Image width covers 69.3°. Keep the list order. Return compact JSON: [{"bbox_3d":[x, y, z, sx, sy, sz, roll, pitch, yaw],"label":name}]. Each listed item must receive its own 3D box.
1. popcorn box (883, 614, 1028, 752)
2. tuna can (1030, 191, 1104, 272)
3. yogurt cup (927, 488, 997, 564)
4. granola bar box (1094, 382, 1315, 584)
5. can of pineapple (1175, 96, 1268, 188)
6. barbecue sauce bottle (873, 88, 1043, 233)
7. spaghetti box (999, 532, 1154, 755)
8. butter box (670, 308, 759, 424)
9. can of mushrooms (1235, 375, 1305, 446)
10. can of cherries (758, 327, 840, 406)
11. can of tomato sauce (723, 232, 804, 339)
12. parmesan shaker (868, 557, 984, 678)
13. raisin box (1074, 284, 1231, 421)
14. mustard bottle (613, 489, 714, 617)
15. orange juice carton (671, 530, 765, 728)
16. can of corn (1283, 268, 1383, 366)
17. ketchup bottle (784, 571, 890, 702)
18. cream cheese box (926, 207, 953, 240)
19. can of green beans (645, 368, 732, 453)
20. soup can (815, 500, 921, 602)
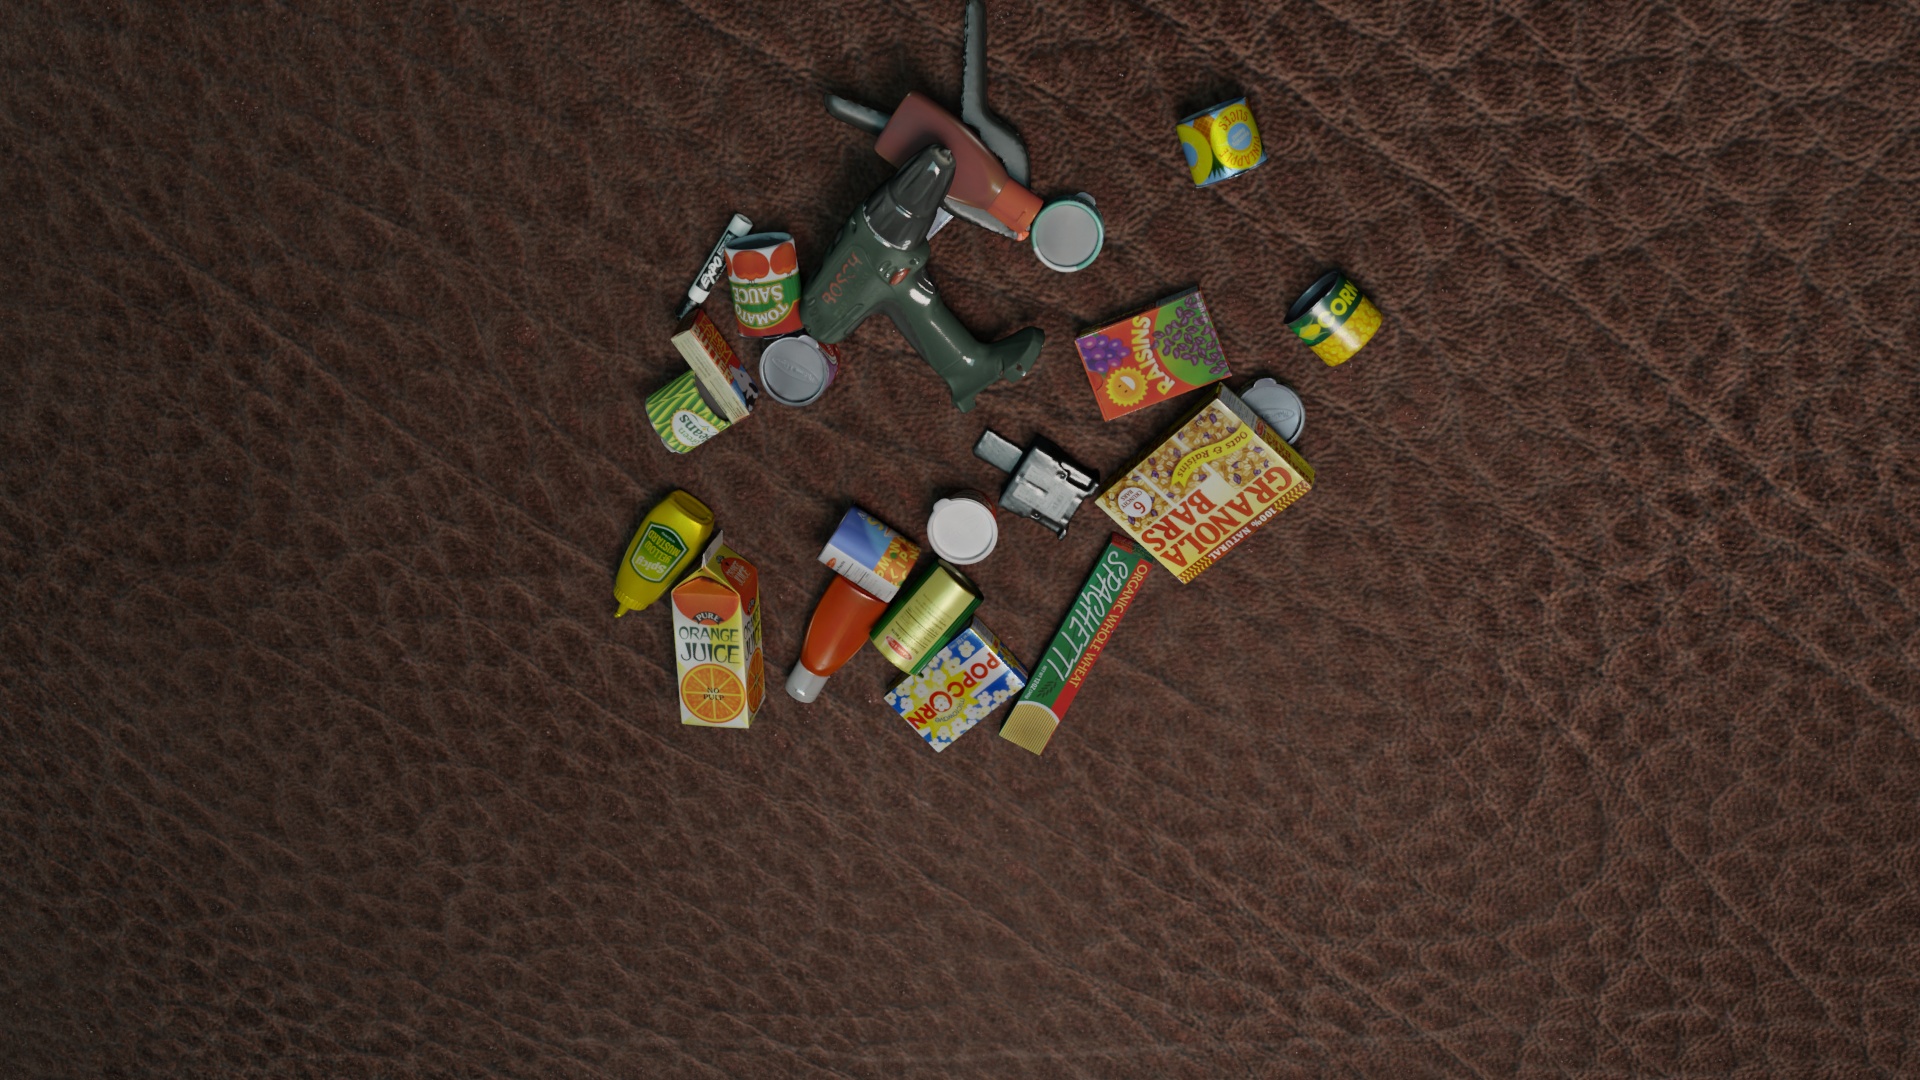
[{"bbox_3d":[-0.004,0.147,1.427,0.126,0.038,0.085,-40,101,19],"label":"popcorn box"},{"bbox_3d":[0.098,-0.280,1.257,0.071,0.033,0.070,3,111,7],"label":"tuna can"},{"bbox_3d":[0.005,-0.017,1.356,0.072,0.054,0.072,3,111,7],"label":"yogurt cup"},{"bbox_3d":[0.227,-0.051,1.300,0.124,0.039,0.164,42,126,-9],"label":"granola bar box"},{"bbox_3d":[0.225,-0.343,1.196,0.071,0.071,0.057,-19,107,14],"label":"can of pineapple"},{"bbox_3d":[0.002,-0.321,1.198,0.148,0.044,0.064,33,119,-11],"label":"barbecue sauce bottle"},{"bbox_3d":[0.115,0.107,1.401,0.050,0.029,0.249,27,112,-3],"label":"spaghetti box"},{"bbox_3d":[-0.233,-0.167,1.324,0.024,0.053,0.103,-26,116,17],"label":"butter box"},{"bbox_3d":[0.285,-0.120,1.290,0.071,0.033,0.070,3,111,8],"label":"can of mushrooms"},{"bbox_3d":[-0.150,-0.168,1.319,0.071,0.058,0.071,3,110,8],"label":"can of cherries"},{"bbox_3d":[-0.181,-0.236,1.287,0.071,0.071,0.082,-3,116,9],"label":"can of tomato sauce"},{"bbox_3d":[-0.031,0.077,1.381,0.071,0.071,0.103,40,99,-8],"label":"parmesan shaker"},{"bbox_3d":[0.177,-0.172,1.283,0.123,0.040,0.086,-19,107,15],"label":"raisin box"},{"bbox_3d":[-0.313,0.024,1.418,0.065,0.049,0.159,36,111,-3],"label":"mustard bottle"},{"bbox_3d":[-0.247,0.090,1.422,0.073,0.072,0.191,2,111,6],"label":"orange juice carton"},{"bbox_3d":[0.333,-0.198,1.234,0.058,0.071,0.071,42,110,-9],"label":"can of corn"},{"bbox_3d":[-0.132,0.101,1.425,0.065,0.044,0.148,31,112,-5],"label":"ketchup bottle"},{"bbox_3d":[-0.057,-0.285,1.281,0.103,0.024,0.053,-42,100,19],"label":"cream cheese box"},{"bbox_3d":[-0.261,-0.127,1.346,0.057,0.071,0.071,-29,104,17],"label":"can of green beans"},{"bbox_3d":[-0.089,0.010,1.375,0.084,0.071,0.071,32,111,-6],"label":"soup can"}]
